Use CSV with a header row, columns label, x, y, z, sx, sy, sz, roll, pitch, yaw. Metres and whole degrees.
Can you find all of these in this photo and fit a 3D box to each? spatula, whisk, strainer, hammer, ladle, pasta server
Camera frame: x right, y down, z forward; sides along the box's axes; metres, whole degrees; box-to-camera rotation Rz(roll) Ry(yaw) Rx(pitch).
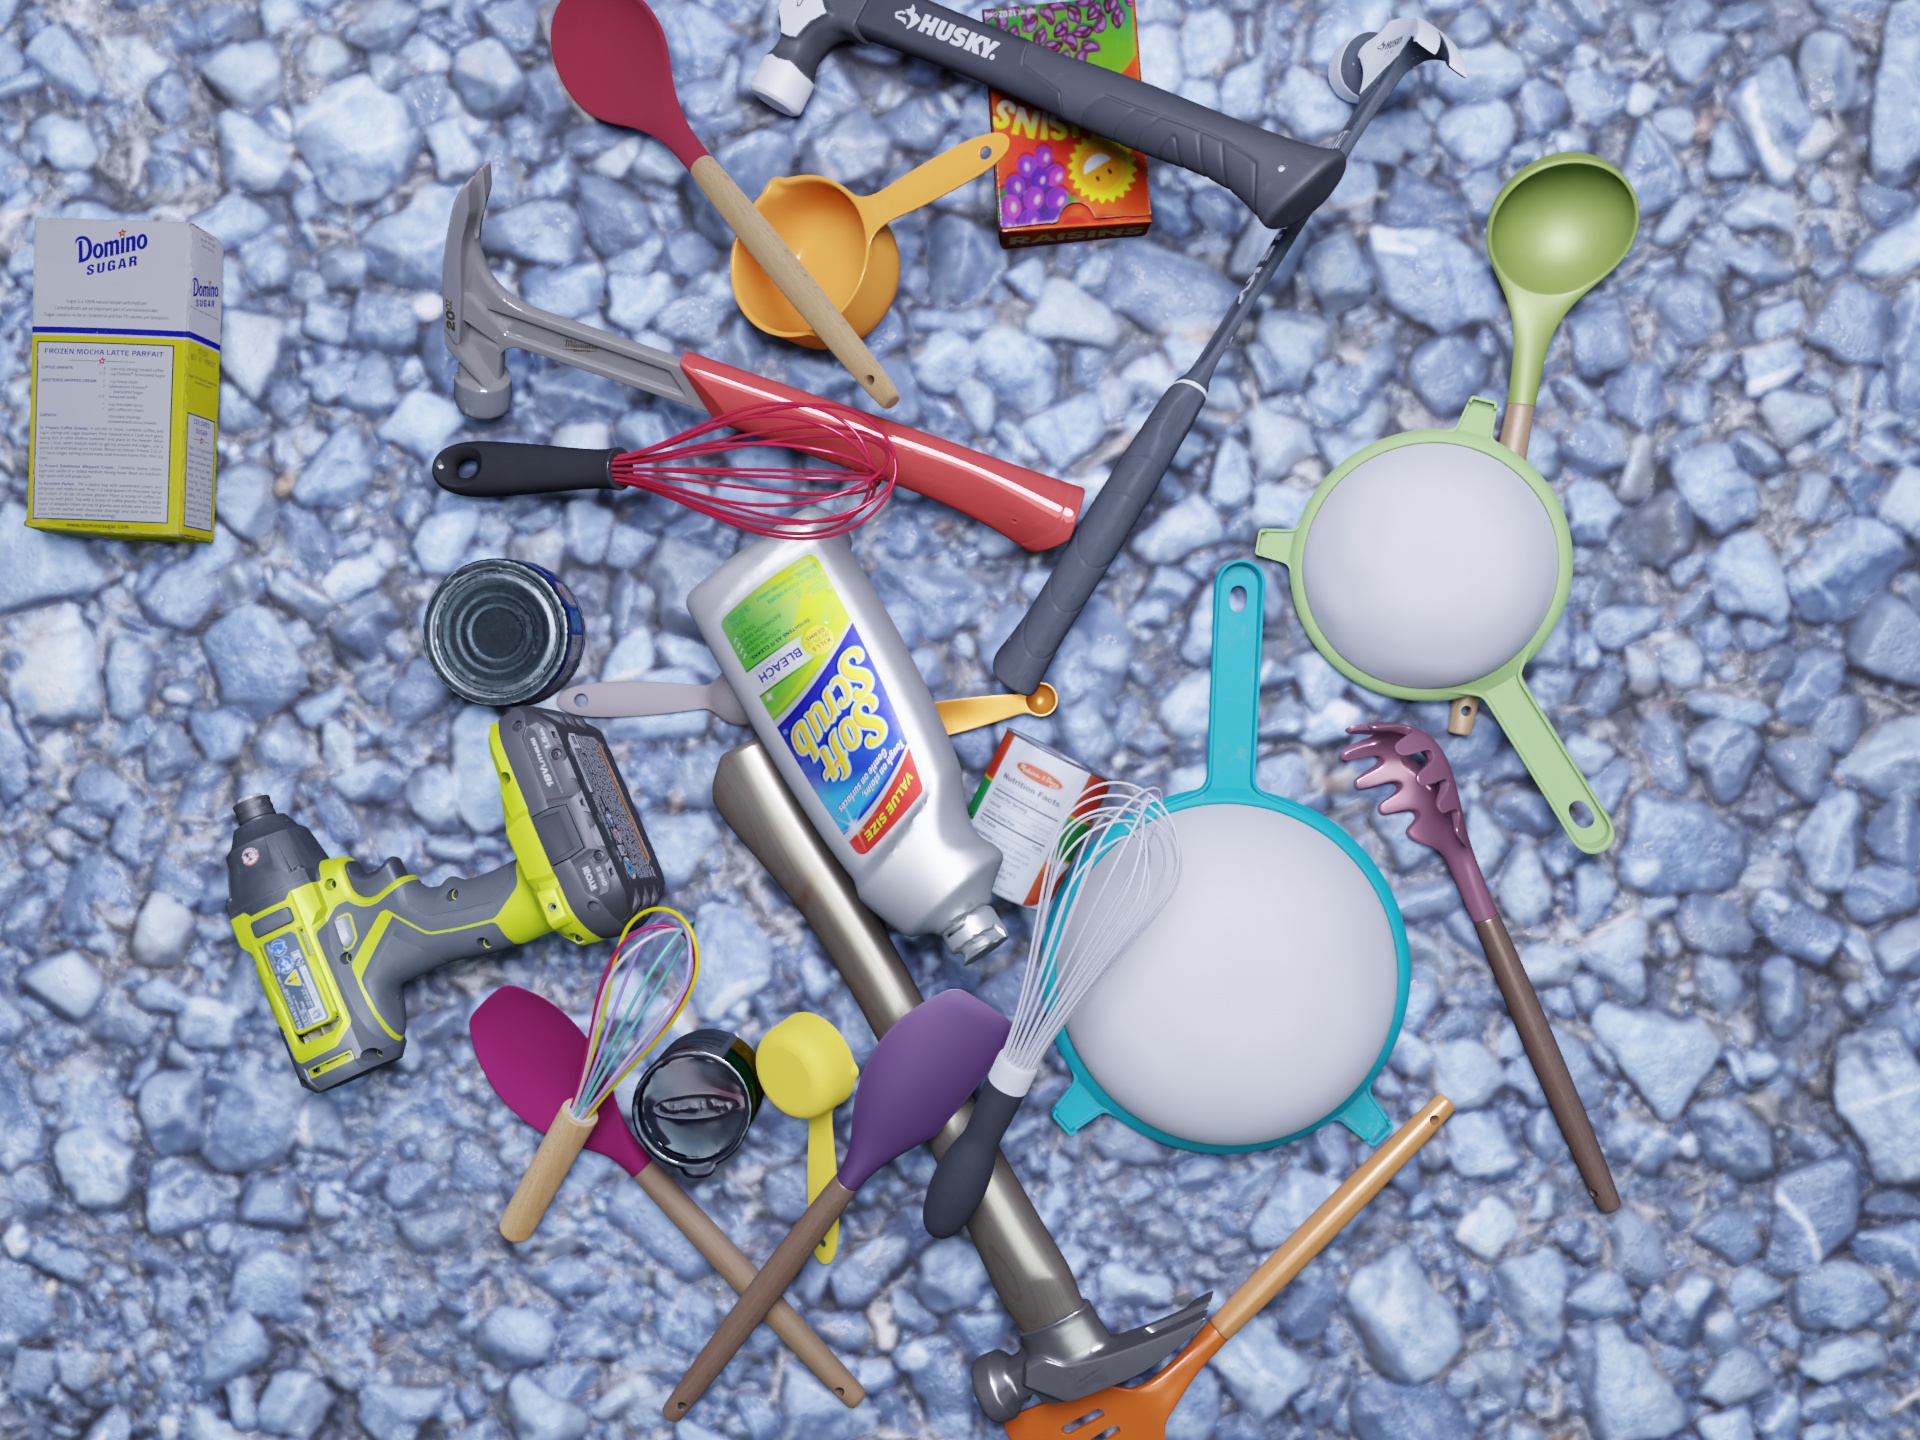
label,x,y,z,sx,sy,sz,roll,pitch,yaw
spatula,0.164,0.330,0.915,0.322,0.041,0.081,-44,89,-2
whisk,-0.167,-0.134,0.854,0.296,0.073,0.073,4,92,24
spatula,-0.080,0.276,0.889,0.059,0.018,0.316,33,102,-9
strainer,0.152,0.082,0.869,0.211,0.095,0.340,2,93,2
strainer,0.278,-0.036,0.853,0.151,0.069,0.256,-32,87,19
hammer,-0.104,-0.176,0.861,0.359,0.149,0.037,19,48,-2
whisk,0.041,0.158,0.833,0.070,0.070,0.284,24,108,1
ladle,-0.126,-0.283,0.858,0.069,0.031,0.316,-45,71,25
hammer,0.047,-0.338,0.826,0.335,0.035,0.146,31,96,24
whisk,-0.204,0.199,0.884,0.047,0.051,0.245,28,112,-7
pasta server,0.300,0.138,0.896,0.040,0.060,0.316,-26,95,-20
hammer,-0.015,0.188,0.895,0.146,0.038,0.410,-29,89,18
hammer,0.134,-0.190,0.856,0.036,0.149,0.409,30,100,-12
ladle,0.307,-0.149,0.878,0.078,0.062,0.320,10,95,6

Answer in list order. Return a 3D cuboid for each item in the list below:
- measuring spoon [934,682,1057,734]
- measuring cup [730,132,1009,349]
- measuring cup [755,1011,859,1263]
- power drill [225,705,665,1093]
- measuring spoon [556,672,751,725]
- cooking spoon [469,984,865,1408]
label,x,y,z,sx,sy,sz,roll,pitch,yaw
measuring spoon,-0.001,-0.003,0.915,0.117,0.011,0.021,-11,91,5
measuring cup,-0.041,-0.264,0.861,0.173,0.052,0.095,-23,79,22
measuring cup,-0.088,0.243,0.900,0.062,0.029,0.156,8,106,35
power drill,-0.297,0.086,0.892,0.223,0.080,0.171,-25,84,5
measuring spoon,-0.172,-0.012,0.914,0.124,0.018,0.034,-2,92,2
cooking spoon,-0.167,0.279,0.923,0.068,0.017,0.319,-43,90,14
